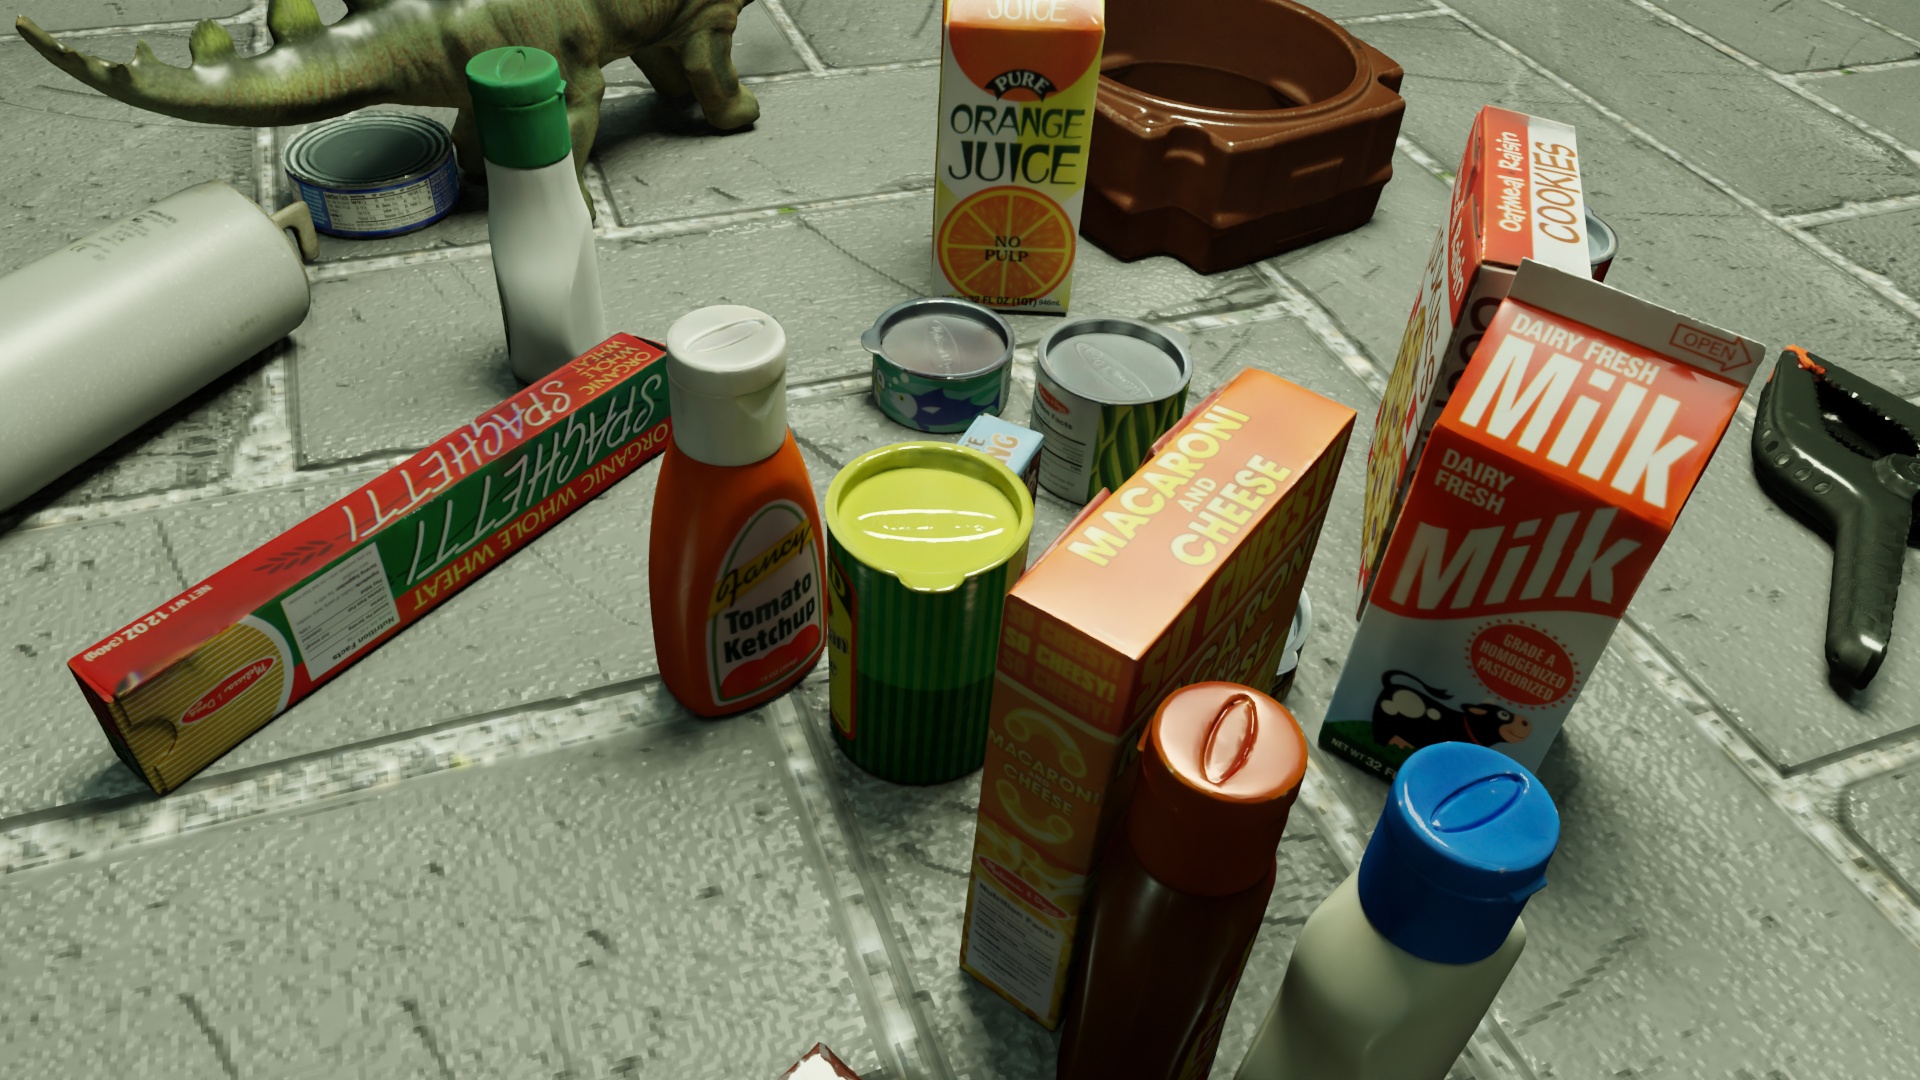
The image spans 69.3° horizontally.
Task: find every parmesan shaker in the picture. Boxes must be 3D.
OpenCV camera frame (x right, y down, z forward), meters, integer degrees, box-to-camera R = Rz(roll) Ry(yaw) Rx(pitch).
[{"bbox_3d":[-0.013,0.028,0.470,0.071,0.102,0.072,3,42,-2],"label":"parmesan shaker"}]

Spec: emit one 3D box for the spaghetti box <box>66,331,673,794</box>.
[{"bbox_3d":[-0.203,-0.003,0.527,0.029,0.049,0.251,27,46,23],"label":"spaghetti box"}]

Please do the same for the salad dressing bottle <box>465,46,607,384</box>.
[{"bbox_3d":[-0.184,-0.137,0.605,0.044,0.146,0.064,1,42,-4],"label":"salad dressing bottle"}]

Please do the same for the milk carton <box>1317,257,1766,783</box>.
[{"bbox_3d":[0.184,0.002,0.452,0.072,0.189,0.074,28,47,24],"label":"milk carton"}]

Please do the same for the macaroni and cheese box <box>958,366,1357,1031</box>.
[{"bbox_3d":[0.054,0.048,0.407,0.040,0.165,0.124,28,47,24],"label":"macaroni and cheese box"}]

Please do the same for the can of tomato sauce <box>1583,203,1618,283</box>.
[{"bbox_3d":[0.268,-0.115,0.669,0.071,0.082,0.071,3,42,-2],"label":"can of tomato sauce"}]

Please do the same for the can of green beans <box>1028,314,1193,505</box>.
[{"bbox_3d":[0.064,-0.056,0.604,0.071,0.057,0.071,3,42,-2],"label":"can of green beans"}]

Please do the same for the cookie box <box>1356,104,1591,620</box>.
[{"bbox_3d":[0.195,-0.065,0.544,0.040,0.166,0.123,13,43,9],"label":"cookie box"}]

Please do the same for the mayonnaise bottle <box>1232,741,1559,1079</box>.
[{"bbox_3d":[0.110,0.111,0.355,0.065,0.147,0.041,-20,47,-25],"label":"mayonnaise bottle"}]

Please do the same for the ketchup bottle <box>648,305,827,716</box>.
[{"bbox_3d":[-0.076,-0.008,0.470,0.065,0.148,0.043,-30,52,-32],"label":"ketchup bottle"}]

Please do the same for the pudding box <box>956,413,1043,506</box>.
[{"bbox_3d":[0.002,-0.007,0.550,0.030,0.049,0.084,20,44,17],"label":"pudding box"}]

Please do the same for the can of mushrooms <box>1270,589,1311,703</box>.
[{"bbox_3d":[0.097,0.036,0.523,0.071,0.033,0.071,3,42,-2],"label":"can of mushrooms"}]

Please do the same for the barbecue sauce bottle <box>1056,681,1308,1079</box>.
[{"bbox_3d":[0.056,0.099,0.364,0.044,0.147,0.065,20,44,16],"label":"barbecue sauce bottle"}]

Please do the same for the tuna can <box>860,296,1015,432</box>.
[{"bbox_3d":[-0.011,-0.081,0.644,0.071,0.032,0.071,3,42,-2],"label":"tuna can"}]

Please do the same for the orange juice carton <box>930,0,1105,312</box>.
[{"bbox_3d":[0.025,-0.210,0.671,0.072,0.191,0.073,2,42,-3],"label":"orange juice carton"}]
